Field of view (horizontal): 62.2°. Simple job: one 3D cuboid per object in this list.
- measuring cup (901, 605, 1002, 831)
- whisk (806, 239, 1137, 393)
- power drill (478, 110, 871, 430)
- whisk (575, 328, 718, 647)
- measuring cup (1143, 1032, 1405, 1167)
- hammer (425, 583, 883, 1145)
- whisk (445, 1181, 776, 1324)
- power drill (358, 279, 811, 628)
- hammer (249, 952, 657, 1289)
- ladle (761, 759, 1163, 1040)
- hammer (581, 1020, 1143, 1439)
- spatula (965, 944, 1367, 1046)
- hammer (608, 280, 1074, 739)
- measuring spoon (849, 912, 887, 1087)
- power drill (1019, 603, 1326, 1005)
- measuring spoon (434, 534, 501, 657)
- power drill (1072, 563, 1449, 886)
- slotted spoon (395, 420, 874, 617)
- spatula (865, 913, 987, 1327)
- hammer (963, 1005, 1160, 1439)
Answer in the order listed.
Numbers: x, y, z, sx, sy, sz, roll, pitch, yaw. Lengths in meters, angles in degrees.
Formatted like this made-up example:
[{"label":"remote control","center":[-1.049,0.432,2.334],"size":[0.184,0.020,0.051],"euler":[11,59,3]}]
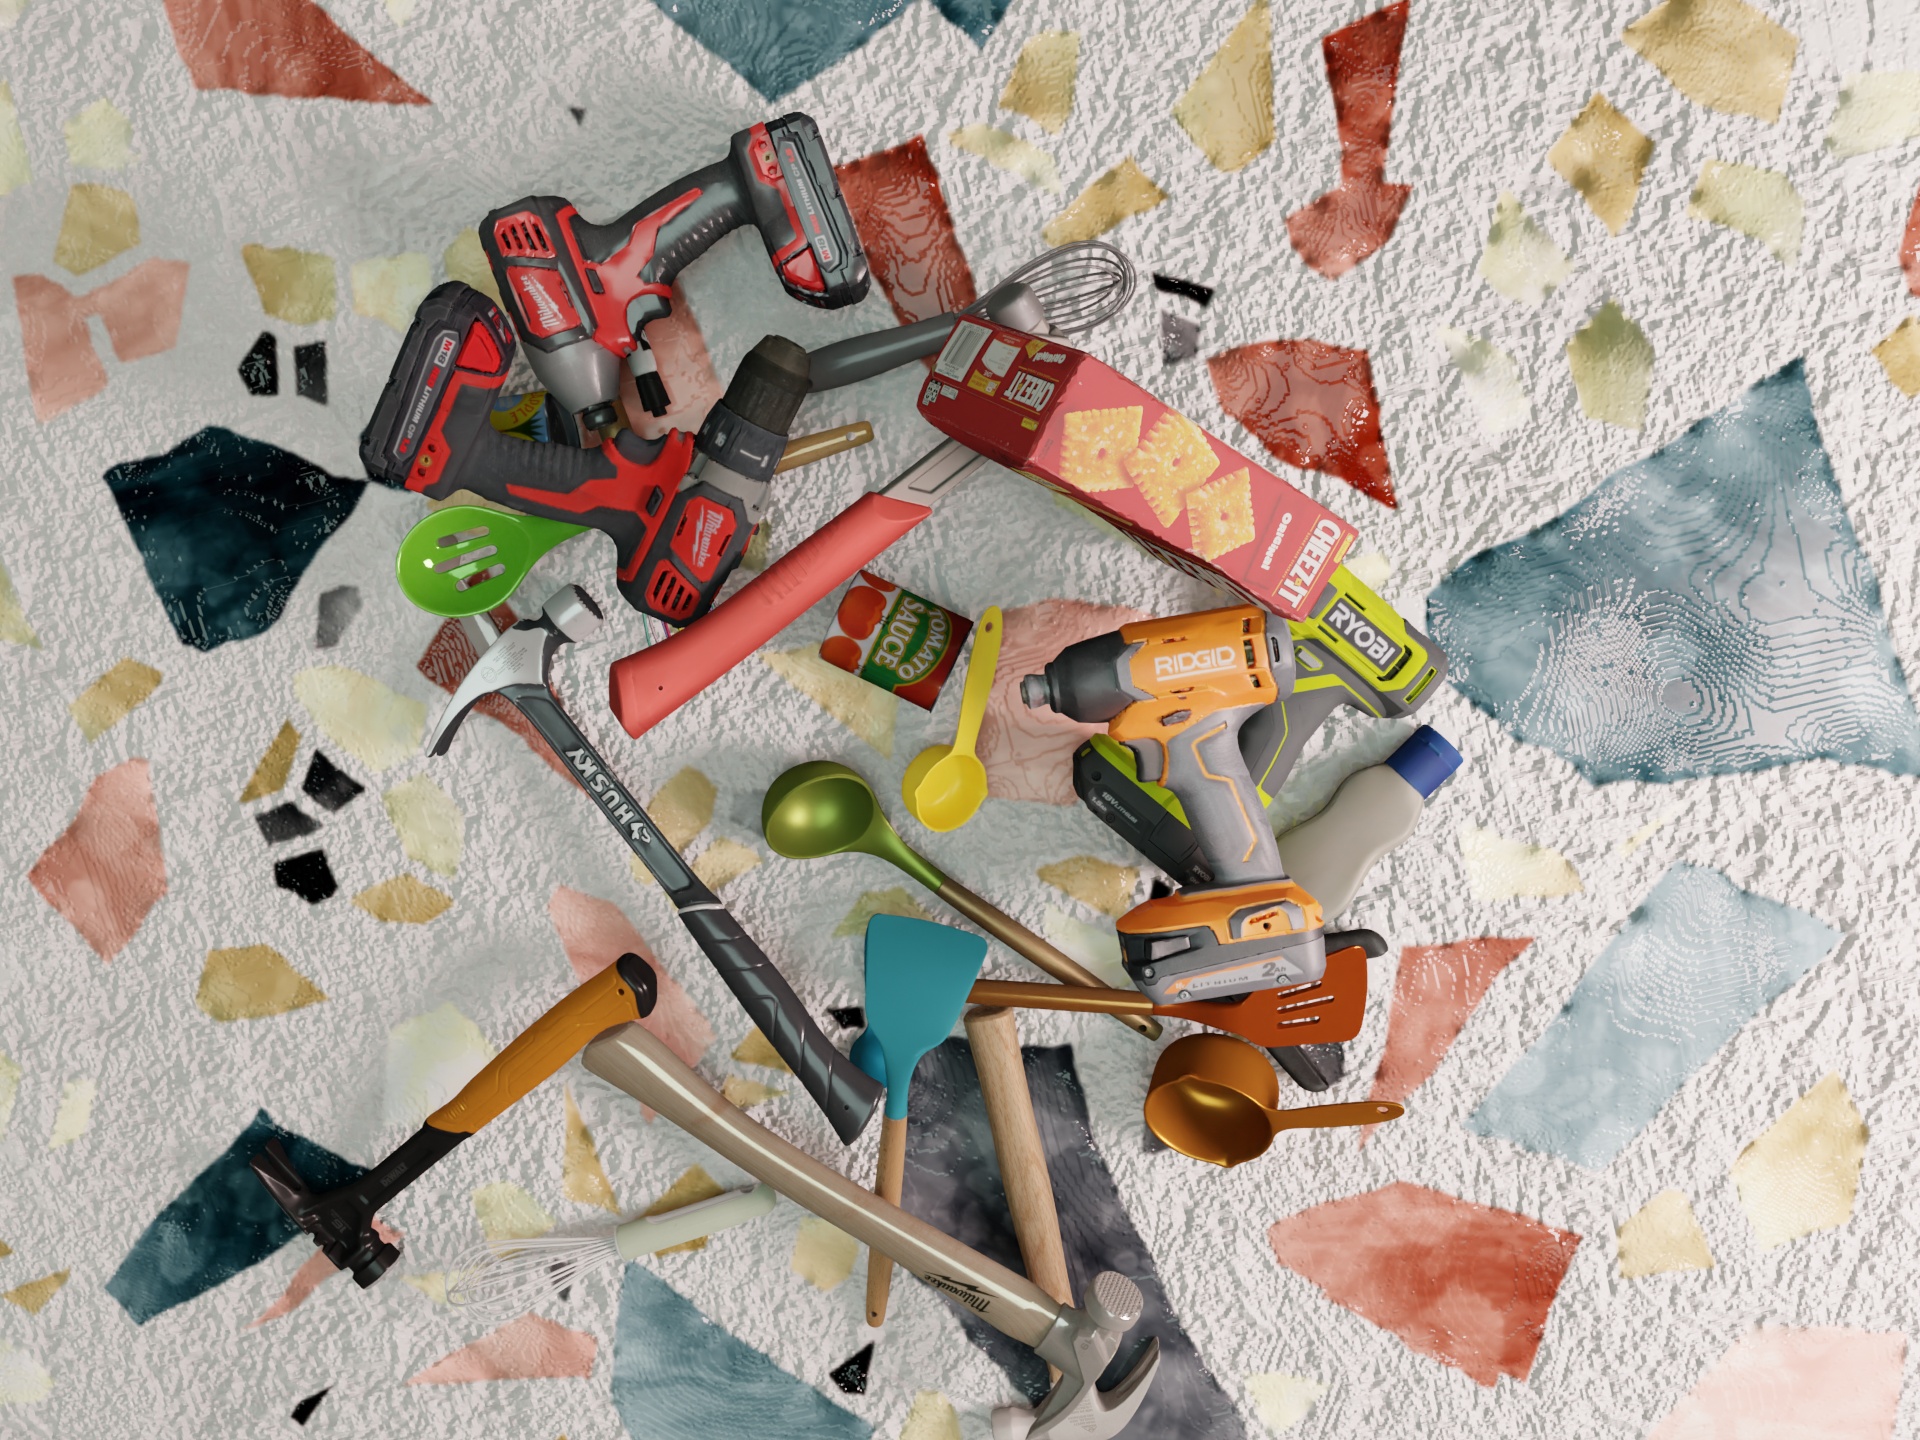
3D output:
[{"label":"measuring cup","center":[-0.002,-0.003,1.051],"size":[0.062,0.029,0.156],"euler":[3,106,-39]},{"label":"whisk","center":[-0.005,-0.251,1.013],"size":[0.239,0.055,0.055],"euler":[-16,99,9]},{"label":"power drill","center":[-0.173,-0.277,0.987],"size":[0.219,0.078,0.143],"euler":[-20,98,0]},{"label":"whisk","center":[-0.209,-0.138,1.044],"size":[0.051,0.047,0.245],"euler":[-20,94,5]},{"label":"measuring cup","center":[0.209,0.246,1.058],"size":[0.173,0.052,0.095],"euler":[-10,124,25]},{"label":"hammer","center":[-0.190,0.113,1.057],"size":[0.149,0.036,0.409],"euler":[-38,89,4]},{"label":"whisk","center":[-0.249,0.373,1.130],"size":[0.246,0.058,0.059],"euler":[-18,91,0]},{"label":"power drill","center":[-0.214,-0.177,0.942],"size":[0.226,0.080,0.188],"euler":[25,106,-17]},{"label":"hammer","center":[-0.341,0.260,1.097],"size":[0.337,0.034,0.127],"euler":[-39,97,16]},{"label":"ladle","center":[0.006,0.131,1.074],"size":[0.320,0.062,0.078],"euler":[35,114,-7]},{"label":"hammer","center":[-0.085,0.336,1.089],"size":[0.411,0.038,0.146],"euler":[30,119,8]},{"label":"spatula","center":[0.106,0.182,1.062],"size":[0.322,0.041,0.081],"euler":[2,122,13]},{"label":"hammer","center":[-0.061,-0.105,0.976],"size":[0.359,0.037,0.149],"euler":[-39,121,-7]},{"label":"measuring spoon","center":[-0.057,0.198,1.103],"size":[0.042,0.021,0.128],"euler":[1,102,2]},{"label":"power drill","center":[0.130,0.050,0.963],"size":[0.164,0.084,0.226],"euler":[-9,91,-1]},{"label":"measuring spoon","center":[-0.332,-0.073,1.069],"size":[0.034,0.018,0.124],"euler":[-28,99,6]},{"label":"power drill","center":[0.181,-0.010,1.034],"size":[0.171,0.080,0.223],"euler":[39,95,-5]},{"label":"slotted spoon","center":[-0.205,-0.137,1.010],"size":[0.314,0.031,0.070],"euler":[-17,105,2]},{"label":"spatula","center":[-0.042,0.287,1.099],"size":[0.082,0.044,0.317],"euler":[11,113,10]},{"label":"hammer","center":[0.056,0.359,1.122],"size":[0.130,0.031,0.331],"euler":[-12,99,4]}]
